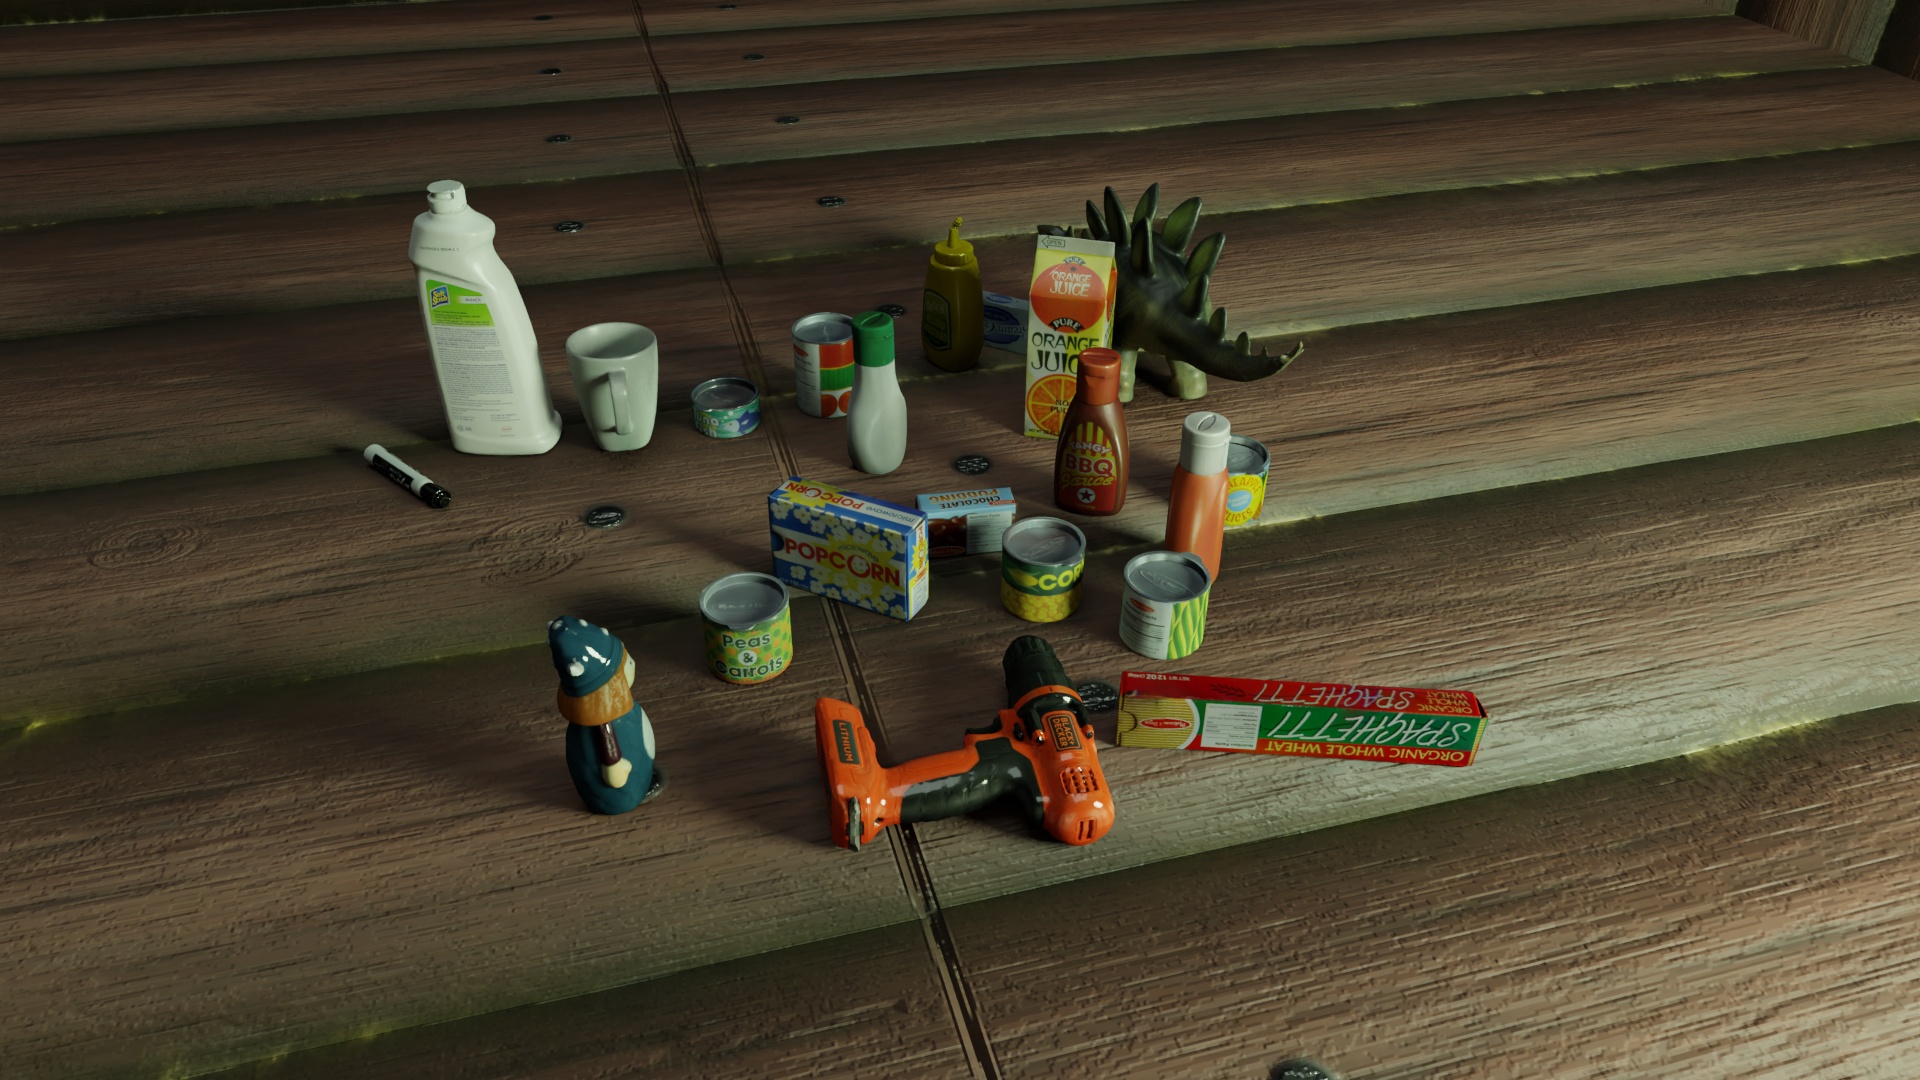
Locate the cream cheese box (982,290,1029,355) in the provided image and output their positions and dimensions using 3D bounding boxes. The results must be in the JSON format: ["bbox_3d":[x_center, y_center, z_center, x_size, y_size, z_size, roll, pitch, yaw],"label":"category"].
[{"bbox_3d":[0.041,-0.232,1.474,0.104,0.053,0.024,17,38,22],"label":"cream cheese box"}]

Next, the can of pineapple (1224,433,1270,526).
[{"bbox_3d":[0.235,-0.052,1.217,0.071,0.057,0.071,0,35,0],"label":"can of pineapple"}]

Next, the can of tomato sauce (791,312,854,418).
[{"bbox_3d":[-0.128,-0.171,1.359,0.071,0.082,0.071,0,35,0],"label":"can of tomato sauce"}]

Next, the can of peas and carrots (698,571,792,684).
[{"bbox_3d":[-0.160,0.067,1.040,0.071,0.058,0.071,0,35,0],"label":"can of peas and carrots"}]

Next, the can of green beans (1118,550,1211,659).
[{"bbox_3d":[0.157,0.050,1.071,0.071,0.057,0.071,0,35,0],"label":"can of green beans"}]

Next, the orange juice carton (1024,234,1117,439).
[{"bbox_3d":[0.103,-0.193,1.299,0.072,0.191,0.073,8,36,10],"label":"orange juice carton"}]

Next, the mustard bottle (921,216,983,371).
[{"bbox_3d":[-0.008,-0.253,1.410,0.049,0.159,0.065,-27,43,-33],"label":"mustard bottle"}]

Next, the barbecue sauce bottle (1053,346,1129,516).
[{"bbox_3d":[0.115,-0.093,1.195,0.065,0.147,0.044,10,36,13],"label":"barbecue sauce bottle"}]

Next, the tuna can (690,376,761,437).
[{"bbox_3d":[-0.227,-0.127,1.338,0.071,0.032,0.071,0,35,0],"label":"tuna can"}]

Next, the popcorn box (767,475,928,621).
[{"bbox_3d":[-0.088,0.006,1.106,0.127,0.084,0.038,16,38,20],"label":"popcorn box"}]

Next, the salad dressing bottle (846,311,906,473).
[{"bbox_3d":[-0.077,-0.132,1.248,0.044,0.146,0.064,22,40,28],"label":"salad dressing bottle"}]

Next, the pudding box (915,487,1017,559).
[{"bbox_3d":[0.004,-0.015,1.167,0.084,0.049,0.030,-6,35,-9],"label":"pudding box"}]

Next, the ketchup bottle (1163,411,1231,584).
[{"bbox_3d":[0.189,-0.030,1.106,0.043,0.148,0.065,19,39,25],"label":"ketchup bottle"}]

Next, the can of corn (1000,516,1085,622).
[{"bbox_3d":[0.067,0.024,1.105,0.071,0.058,0.071,0,35,0],"label":"can of corn"}]

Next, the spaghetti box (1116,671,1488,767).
[{"bbox_3d":[0.235,0.125,0.971,0.250,0.050,0.029,3,35,3],"label":"spaghetti box"}]
